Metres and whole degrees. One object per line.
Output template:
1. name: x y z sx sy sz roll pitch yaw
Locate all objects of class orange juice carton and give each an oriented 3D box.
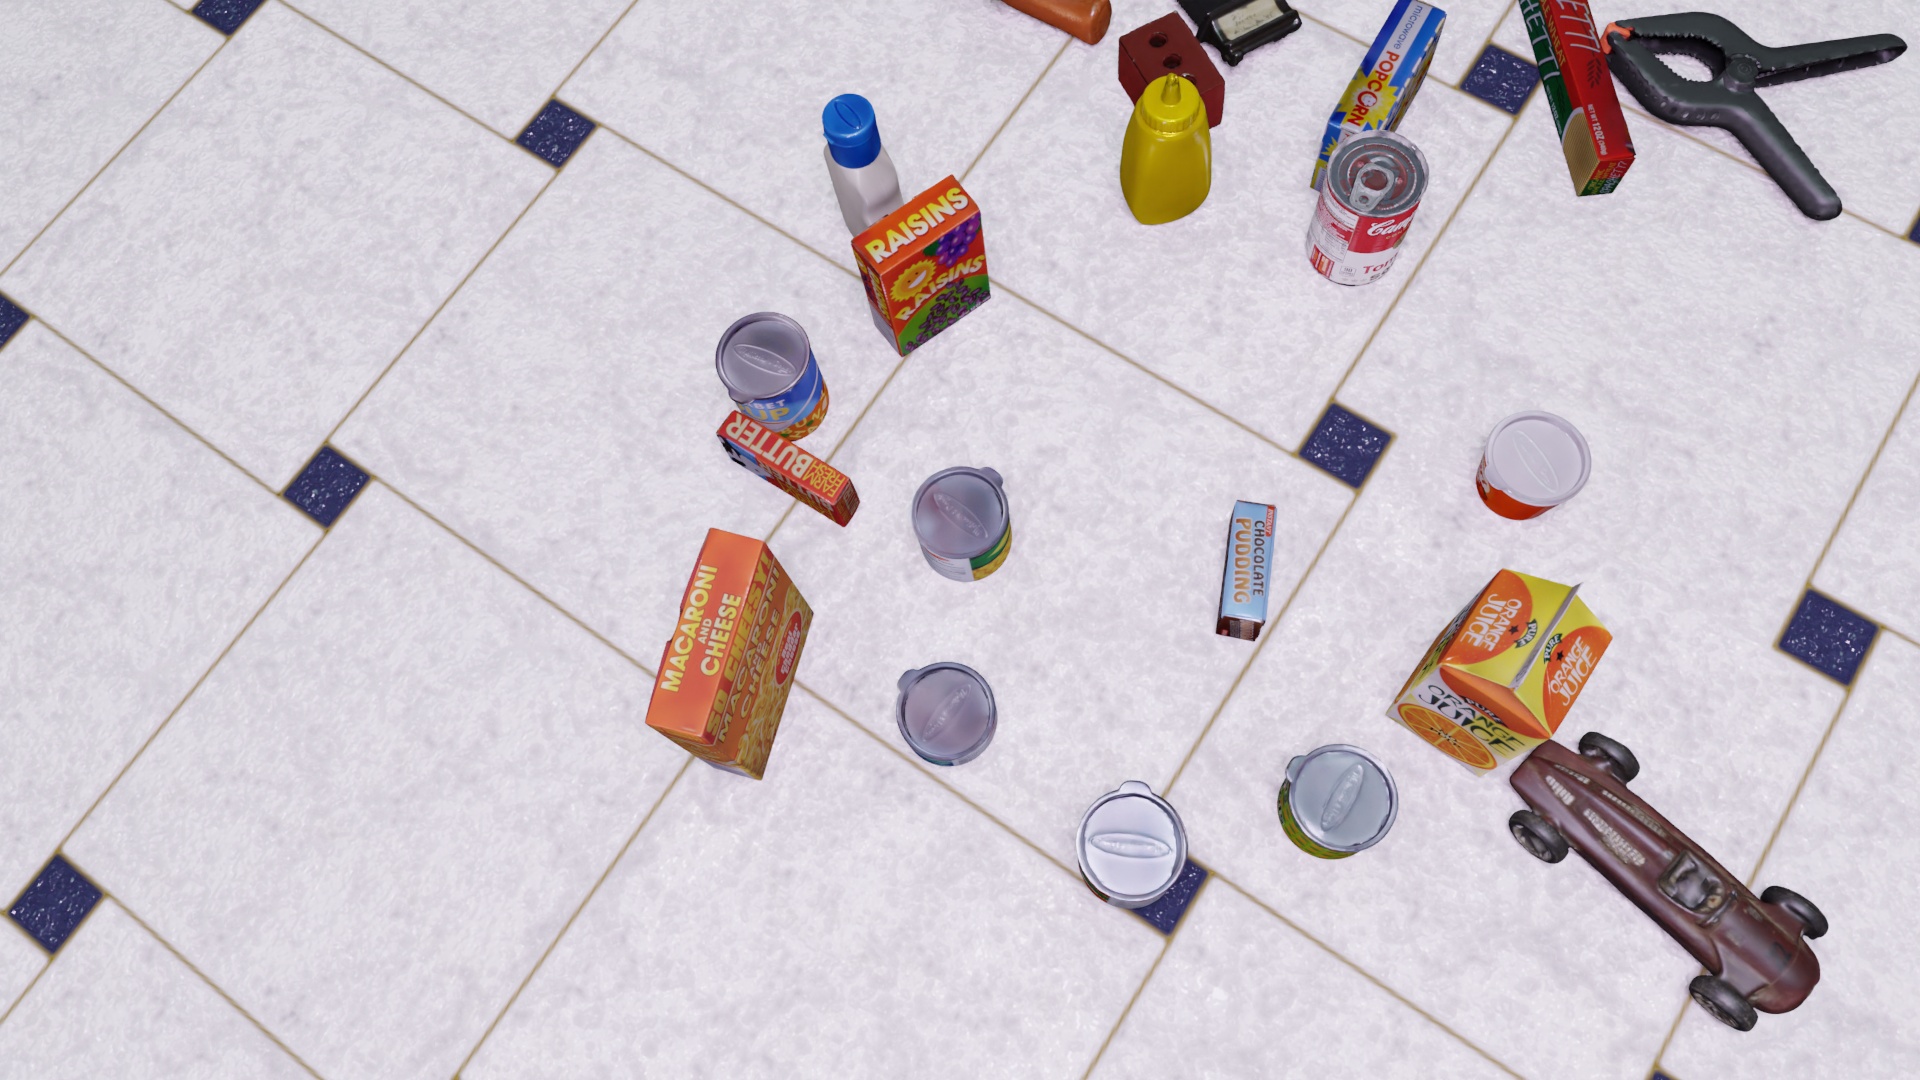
1. orange juice carton: 0.322 0.078 0.828 0.073 0.192 0.072 35 78 14

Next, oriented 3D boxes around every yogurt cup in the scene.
1. yogurt cup: 0.383 -0.047 0.939 0.072 0.053 0.072 -1 71 4

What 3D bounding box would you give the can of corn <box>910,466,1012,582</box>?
1. can of corn: 0.003 -0.012 0.955 0.071 0.058 0.071 -1 71 4

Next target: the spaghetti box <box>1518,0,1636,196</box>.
1. spaghetti box: 0.456 -0.379 1.049 0.029 0.050 0.251 -7 71 2

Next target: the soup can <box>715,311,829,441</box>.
1. soup can: -0.133 -0.112 0.987 0.071 0.083 0.071 -1 71 4

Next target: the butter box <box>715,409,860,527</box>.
1. butter box: -0.120 -0.050 0.981 0.103 0.053 0.024 31 77 14

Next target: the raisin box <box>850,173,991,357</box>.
1. raisin box: -0.025 -0.192 0.985 0.086 0.123 0.040 -35 72 -7

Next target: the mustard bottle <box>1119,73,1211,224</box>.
1. mustard bottle: 0.147 -0.283 0.983 0.065 0.159 0.049 -17 71 -1

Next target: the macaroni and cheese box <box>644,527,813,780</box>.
1. macaroni and cheese box: -0.142 0.077 0.879 0.040 0.166 0.124 13 73 9

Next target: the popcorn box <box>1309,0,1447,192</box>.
1. popcorn box: 0.307 -0.323 1.023 0.038 0.085 0.127 28 76 13

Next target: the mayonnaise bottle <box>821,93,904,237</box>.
1. mayonnaise bottle: -0.069 -0.262 0.999 0.041 0.147 0.065 -38 73 -8

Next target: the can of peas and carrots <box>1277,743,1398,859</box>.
1. can of peas and carrots: 0.234 0.165 0.876 0.071 0.058 0.071 -1 71 4

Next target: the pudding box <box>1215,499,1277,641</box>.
1. pudding box: 0.192 0.021 0.933 0.030 0.049 0.084 8 72 7

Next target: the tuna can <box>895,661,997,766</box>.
1. tuna can: -0.010 0.115 0.926 0.071 0.032 0.071 -1 71 4

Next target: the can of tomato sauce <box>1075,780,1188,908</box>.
1. can of tomato sauce: 0.105 0.191 0.864 0.071 0.083 0.071 -1 71 4
